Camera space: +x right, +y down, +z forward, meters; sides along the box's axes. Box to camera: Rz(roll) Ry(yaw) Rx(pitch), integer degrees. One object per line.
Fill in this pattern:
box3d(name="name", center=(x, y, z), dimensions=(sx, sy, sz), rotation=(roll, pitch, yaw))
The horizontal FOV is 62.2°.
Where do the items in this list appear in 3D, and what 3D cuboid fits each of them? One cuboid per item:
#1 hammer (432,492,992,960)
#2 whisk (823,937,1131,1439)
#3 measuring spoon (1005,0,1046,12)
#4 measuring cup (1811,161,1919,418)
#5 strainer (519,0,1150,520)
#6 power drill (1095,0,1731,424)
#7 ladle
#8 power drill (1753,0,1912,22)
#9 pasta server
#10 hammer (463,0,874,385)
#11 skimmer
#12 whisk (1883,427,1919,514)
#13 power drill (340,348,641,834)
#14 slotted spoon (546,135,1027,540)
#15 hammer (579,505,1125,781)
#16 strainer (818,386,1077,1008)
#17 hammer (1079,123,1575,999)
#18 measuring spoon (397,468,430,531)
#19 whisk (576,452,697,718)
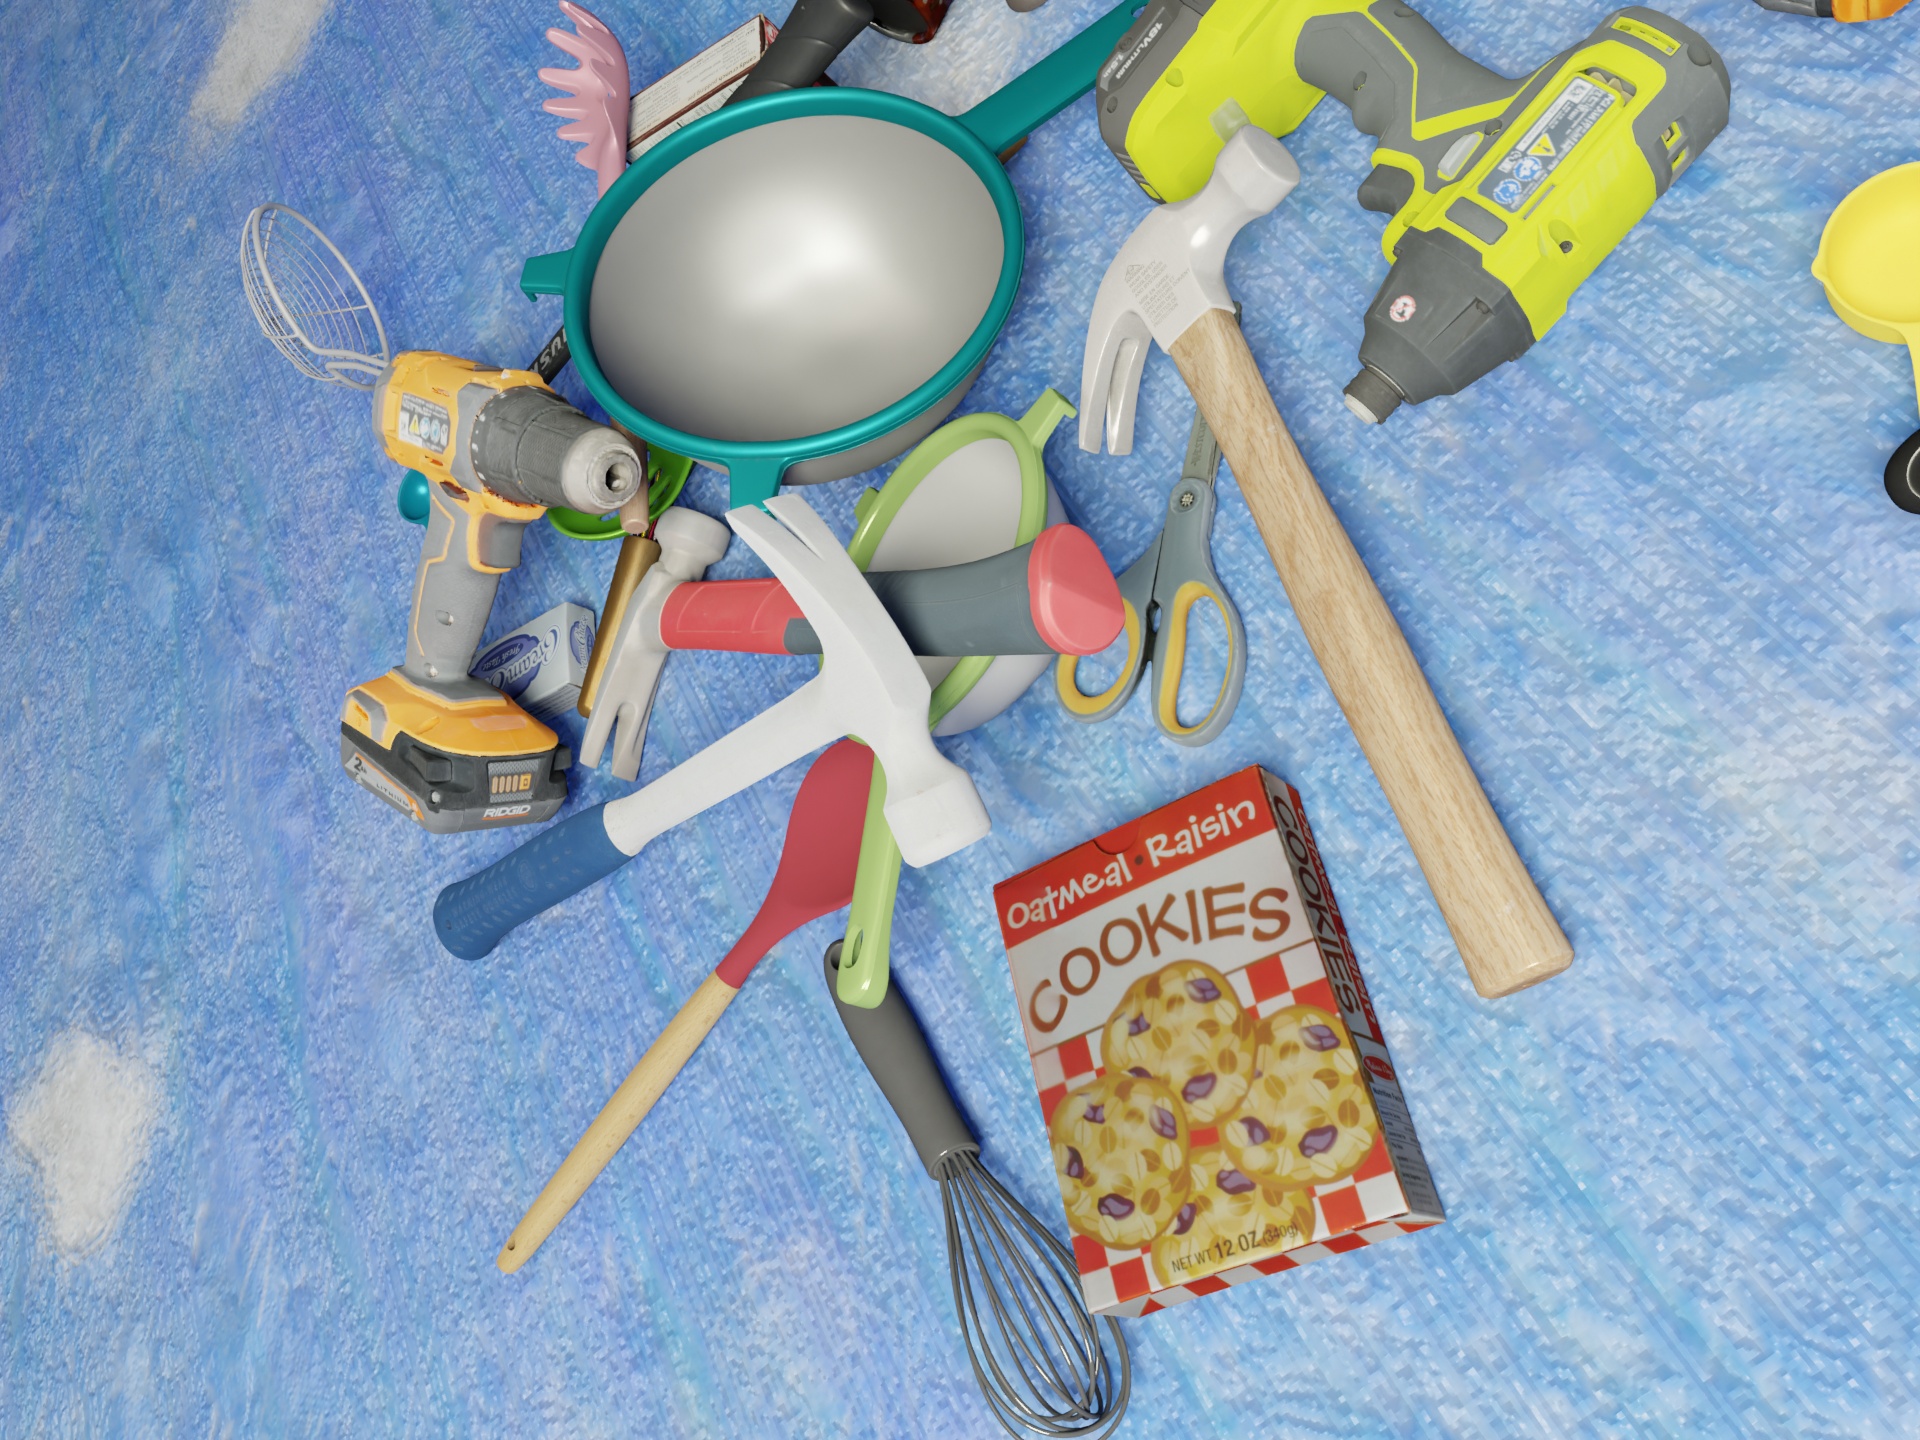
box3d(name="hammer", center=(-0.145, 0.039, 0.698), dimensions=(0.405, 0.035, 0.144), rotation=(-27, 87, 47))
box3d(name="whisk", center=(-0.005, 0.174, 0.625), dimensions=(0.055, 0.055, 0.239), rotation=(-46, 47, 13))
box3d(name="measuring spoon", center=(0.072, -0.411, 0.823), dimensions=(0.124, 0.018, 0.034), rotation=(-24, 59, 26))
box3d(name="measuring cup", center=(0.321, -0.105, 0.517), dimensions=(0.062, 0.029, 0.156), rotation=(-11, 77, 28))
box3d(name="strainer", center=(-0.021, -0.225, 0.757), dimensions=(0.340, 0.095, 0.211), rotation=(-39, 64, -11))
box3d(name="power drill", center=(0.164, -0.233, 0.648), dimensions=(0.171, 0.080, 0.223), rotation=(-49, 54, 10))
box3d(name="ladle", center=(-0.123, 0.139, 0.736), dimensions=(0.315, 0.031, 0.069), rotation=(-52, 48, 10))
box3d(name="power drill", center=(0.390, -0.289, 0.497), dimensions=(0.227, 0.084, 0.164), rotation=(23, 71, 36))
box3d(name="pasta server", center=(-0.184, -0.238, 0.818), dimensions=(0.060, 0.040, 0.316), rotation=(-38, 54, 50))
box3d(name="hammer", center=(-0.182, -0.247, 0.871), dimensions=(0.409, 0.036, 0.149), rotation=(-36, 54, 37))
box3d(name="skimmer", center=(-0.312, -0.226, 0.933), dimensions=(0.364, 0.127, 0.090), rotation=(23, 69, 37))
box3d(name="whisk", center=(0.407, -0.136, 0.435), dimensions=(0.296, 0.073, 0.073), rotation=(-29, 57, 25))
box3d(name="power drill", center=(-0.232, -0.060, 0.789), dimensions=(0.185, 0.084, 0.226), rotation=(22, 108, 40))
box3d(name="slotted spoon", center=(-0.086, -0.199, 0.819), dimensions=(0.314, 0.031, 0.070), rotation=(-41, 58, 3))
box3d(name="hammer", center=(-0.066, -0.031, 0.678), dimensions=(0.386, 0.038, 0.143), rotation=(6, 75, 58))
box3d(name="strainer", center=(-0.001, -0.002, 0.665), dimensions=(0.151, 0.069, 0.256), rotation=(-18, 57, 51))
box3d(name="hammer", center=(0.132, -0.054, 0.591), dimensions=(0.130, 0.031, 0.332), rotation=(-42, 60, 41))
box3d(name="measuring spoon", center=(-0.315, -0.110, 0.989), dimensions=(0.042, 0.021, 0.129), rotation=(-40, 62, 16))
box3d(name="whisk", center=(-0.165, -0.117, 0.868), dimensions=(0.047, 0.051, 0.245), rotation=(3, 76, 59))
